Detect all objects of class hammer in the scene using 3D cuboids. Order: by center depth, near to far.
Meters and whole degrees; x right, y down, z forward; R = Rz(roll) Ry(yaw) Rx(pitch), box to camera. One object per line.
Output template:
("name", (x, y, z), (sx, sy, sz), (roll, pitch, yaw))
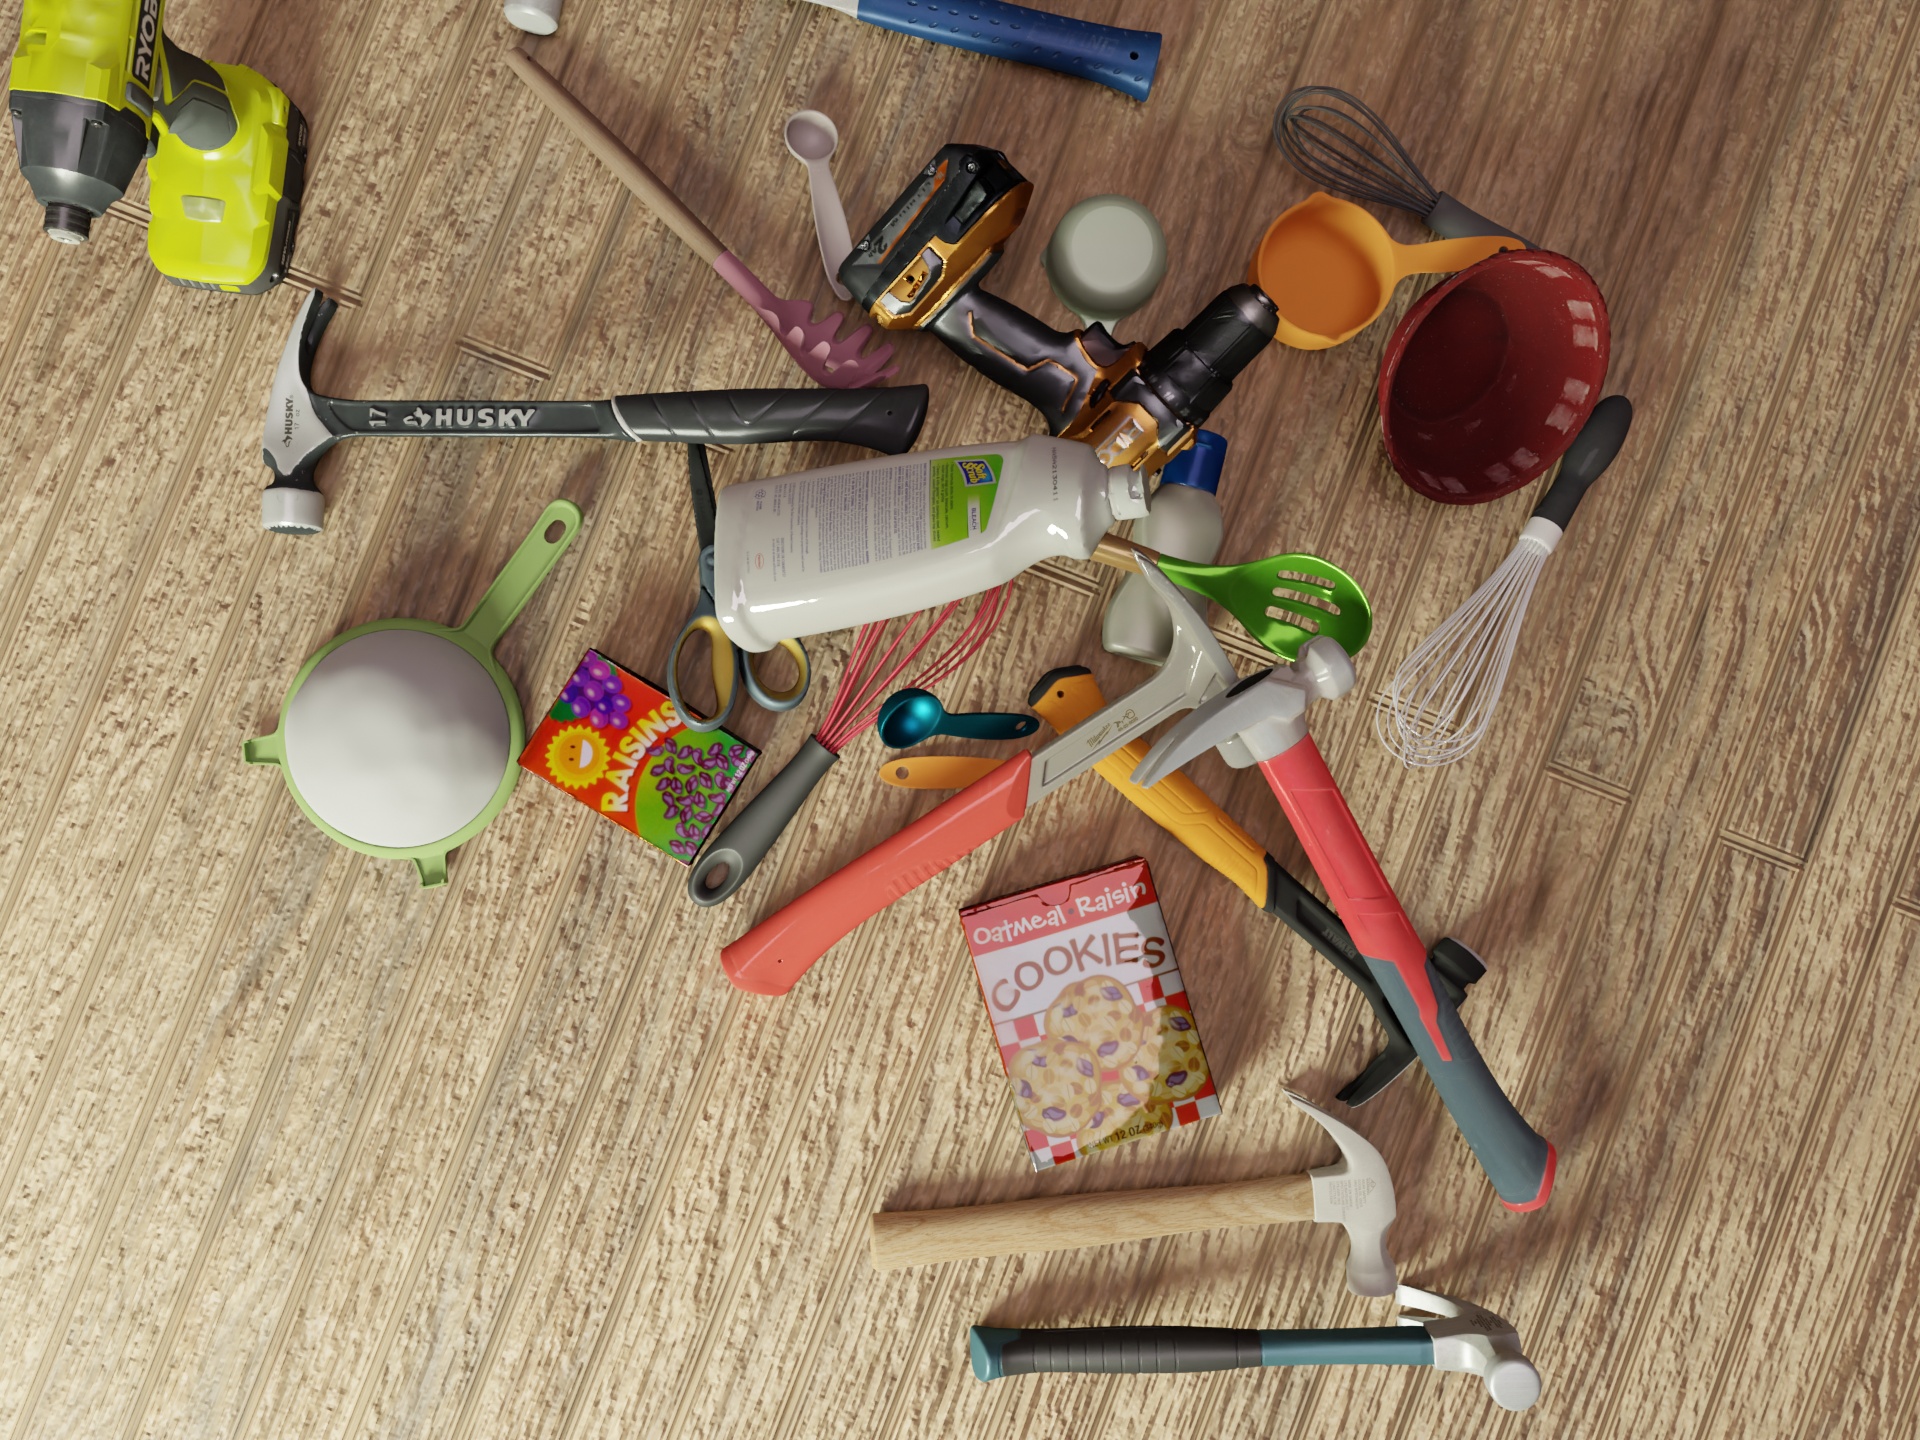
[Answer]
("hammer", (0.249, 0.148, 0.959), (0.143, 0.038, 0.386), (-32, 103, -7))
("hammer", (0.003, 0.051, 0.962), (0.359, 0.037, 0.149), (-33, 108, 6))
("hammer", (-0.223, -0.188, 0.968), (0.409, 0.036, 0.149), (0, 87, 3))
("hammer", (0.169, 0.383, 0.970), (0.331, 0.128, 0.033), (-3, 88, 6))
("hammer", (0.108, 0.308, 1.000), (0.331, 0.031, 0.130), (-5, 89, -3))
("hammer", (-0.073, -0.466, 1.004), (0.405, 0.035, 0.144), (12, 88, -3))
("hammer", (0.170, 0.092, 1.008), (0.337, 0.034, 0.127), (42, 86, -2))

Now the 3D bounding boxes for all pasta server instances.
("pasta server", (-0.165, -0.314, 0.995), (0.316, 0.060, 0.040), (44, 123, 1))

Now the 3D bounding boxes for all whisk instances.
("whisk", (-0.072, 0.000, 0.987), (0.073, 0.073, 0.296), (40, 94, -2))
("whisk", (0.354, -0.091, 1.013), (0.070, 0.070, 0.284), (33, 83, -2))
("whisk", (0.305, -0.332, 1.021), (0.239, 0.055, 0.055), (30, 87, -7))

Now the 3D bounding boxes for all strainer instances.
("strainer", (-0.314, -0.032, 0.964), (0.151, 0.069, 0.256), (36, 89, -2))

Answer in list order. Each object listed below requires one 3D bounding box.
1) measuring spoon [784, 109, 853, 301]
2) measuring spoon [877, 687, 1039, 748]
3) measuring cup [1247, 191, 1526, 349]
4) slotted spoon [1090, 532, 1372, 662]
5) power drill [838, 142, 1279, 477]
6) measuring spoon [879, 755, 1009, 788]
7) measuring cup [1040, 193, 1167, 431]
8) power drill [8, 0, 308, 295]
("measuring spoon", (-0.086, -0.324, 1.008), (0.034, 0.018, 0.124), (-12, 89, -17))
("measuring spoon", (-0.002, -0.003, 0.978), (0.021, 0.128, 0.042), (52, 124, 35))
("measuring cup", (0.267, -0.285, 1.013), (0.173, 0.052, 0.095), (-7, 89, -5))
("slotted spoon", (0.094, -0.104, 0.958), (0.314, 0.031, 0.070), (18, 122, 4))
("power drill", (0.062, -0.246, 0.960), (0.226, 0.084, 0.185), (46, 113, -2))
("measuring spoon", (0.007, 0.033, 1.013), (0.117, 0.011, 0.021), (-1, 88, 0))
("measuring cup", (0.090, -0.251, 1.007), (0.083, 0.038, 0.167), (5, 87, -3))
("power drill", (-0.446, -0.325, 0.885), (0.080, 0.223, 0.171), (7, 88, -3))
